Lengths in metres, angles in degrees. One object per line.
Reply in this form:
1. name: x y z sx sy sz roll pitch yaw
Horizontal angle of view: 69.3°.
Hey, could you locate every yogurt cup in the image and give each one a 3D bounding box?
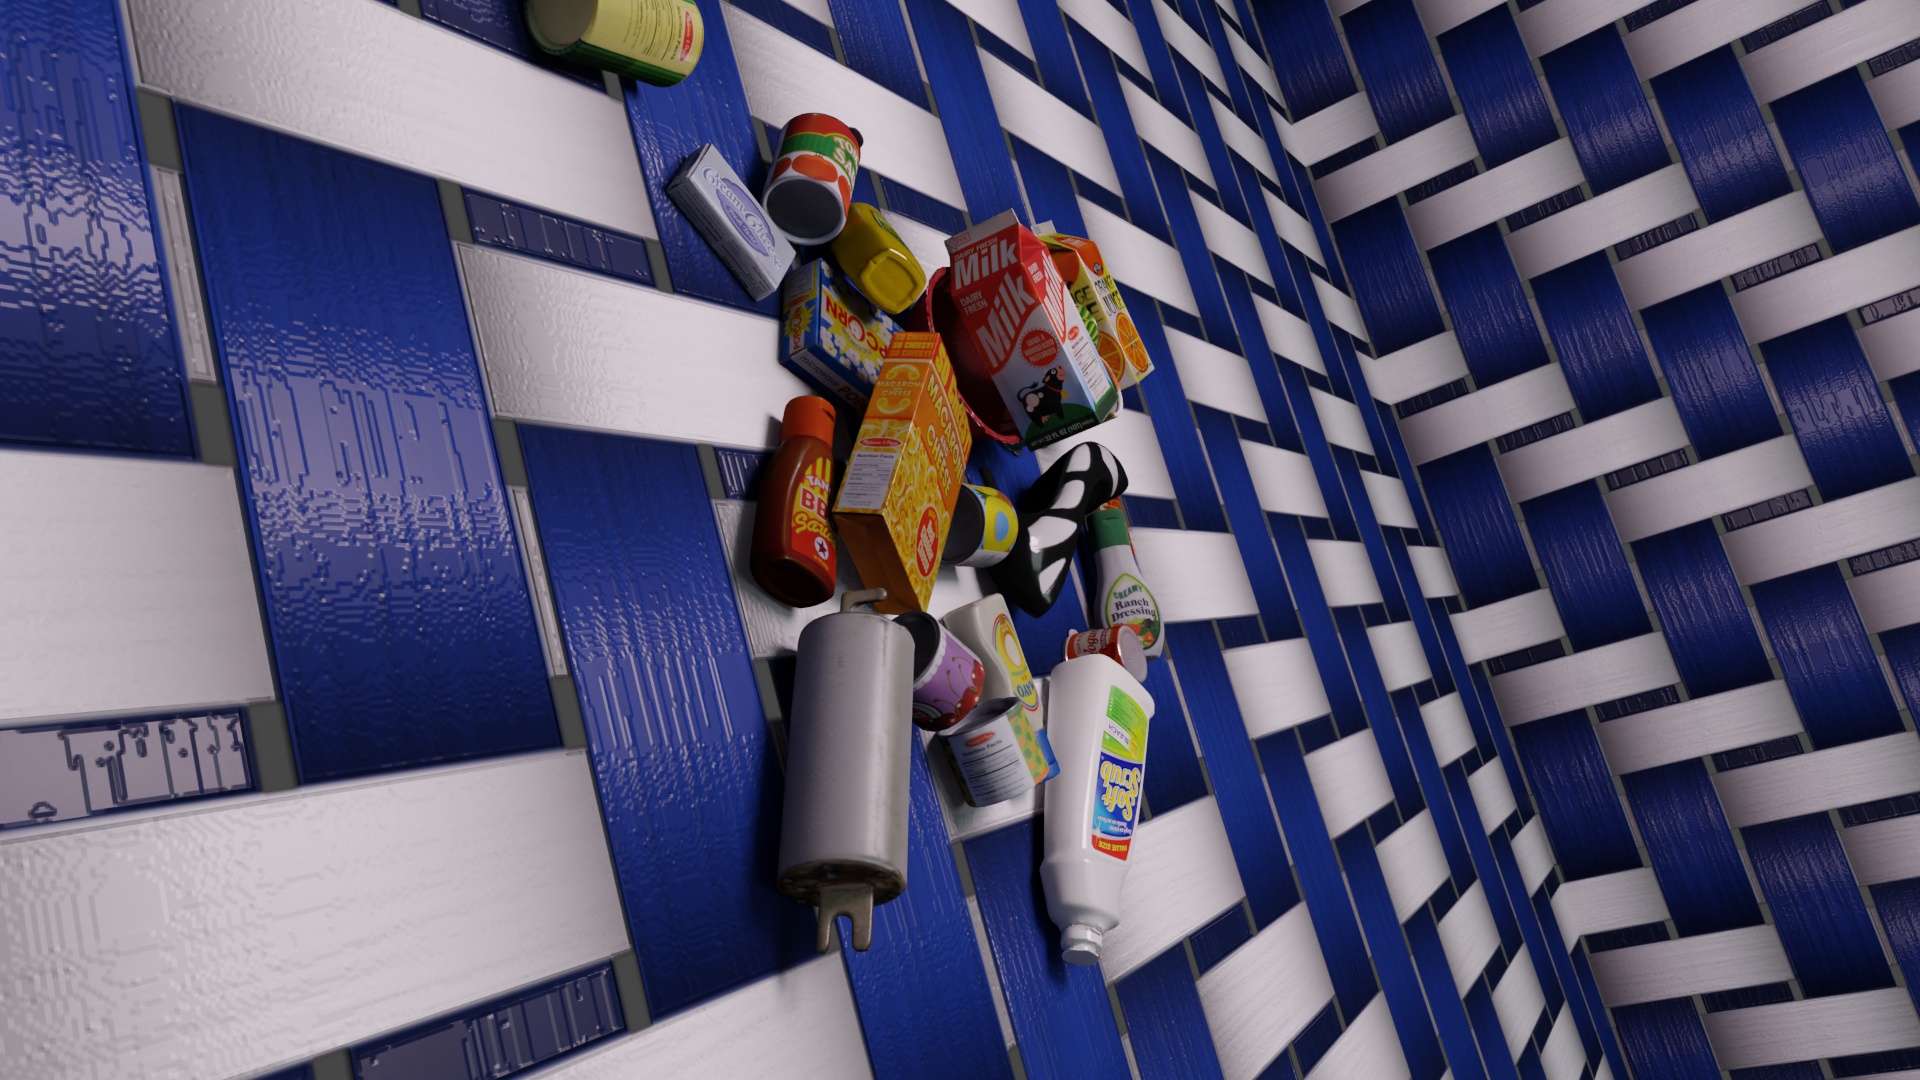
1. yogurt cup: 0.131 0.109 1.243 0.072 0.054 0.073 39 40 -43

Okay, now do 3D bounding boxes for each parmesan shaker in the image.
1. parmesan shaker: -0.228 -0.345 0.916 0.103 0.071 0.071 -10 79 -61

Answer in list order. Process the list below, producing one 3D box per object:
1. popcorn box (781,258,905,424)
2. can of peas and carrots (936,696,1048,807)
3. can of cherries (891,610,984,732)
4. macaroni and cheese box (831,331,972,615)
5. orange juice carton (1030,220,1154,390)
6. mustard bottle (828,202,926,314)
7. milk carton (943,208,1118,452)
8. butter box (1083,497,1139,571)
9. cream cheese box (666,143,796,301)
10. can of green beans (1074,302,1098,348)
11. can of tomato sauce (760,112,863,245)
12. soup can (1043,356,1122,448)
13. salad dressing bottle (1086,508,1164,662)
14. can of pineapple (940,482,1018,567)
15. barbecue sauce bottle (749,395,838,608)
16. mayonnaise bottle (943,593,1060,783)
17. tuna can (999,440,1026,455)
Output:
1. popcorn box: -0.083 -0.145 1.062 0.126 0.038 0.085 36 40 -45
2. can of peas and carrots: 0.024 0.153 1.012 0.071 0.071 0.058 -31 99 -62
3. can of cherries: -0.027 0.094 0.967 0.058 0.071 0.072 45 36 -39
4. macaroni and cheese box: -0.036 -0.048 0.996 0.123 0.040 0.167 71 28 -51
5. orange juice carton: 0.125 -0.246 1.463 0.192 0.073 0.072 64 28 -7
6. mustard bottle: -0.074 -0.233 1.093 0.065 0.048 0.161 41 12 -35
7. milk carton: 0.056 -0.181 1.177 0.190 0.072 0.074 63 28 -13
8. butter box: 0.149 0.003 1.382 0.053 0.024 0.103 11 61 -57
9. cream cheese box: -0.162 -0.227 0.994 0.103 0.024 0.054 51 32 -29
10. can of green beans: 0.098 -0.203 1.392 0.071 0.071 0.058 65 28 -6
11. can of tomato sauce: -0.113 -0.278 1.069 0.071 0.071 0.083 46 36 -37
12. soup can: 0.103 -0.136 1.334 0.071 0.083 0.072 39 39 -42
13. salad dressing bottle: 0.152 0.044 1.317 0.043 0.064 0.148 118 -38 -68
14. can of pineapple: 0.004 -0.014 1.091 0.058 0.071 0.071 6 66 -60
15. barbecue sauce bottle: -0.107 -0.031 0.933 0.064 0.043 0.149 47 33 -44
16. mayonnaise bottle: 0.035 0.117 1.081 0.065 0.041 0.148 -17 86 -64
17. tuna can: 0.053 -0.116 1.287 0.071 0.032 0.071 40 39 -42
